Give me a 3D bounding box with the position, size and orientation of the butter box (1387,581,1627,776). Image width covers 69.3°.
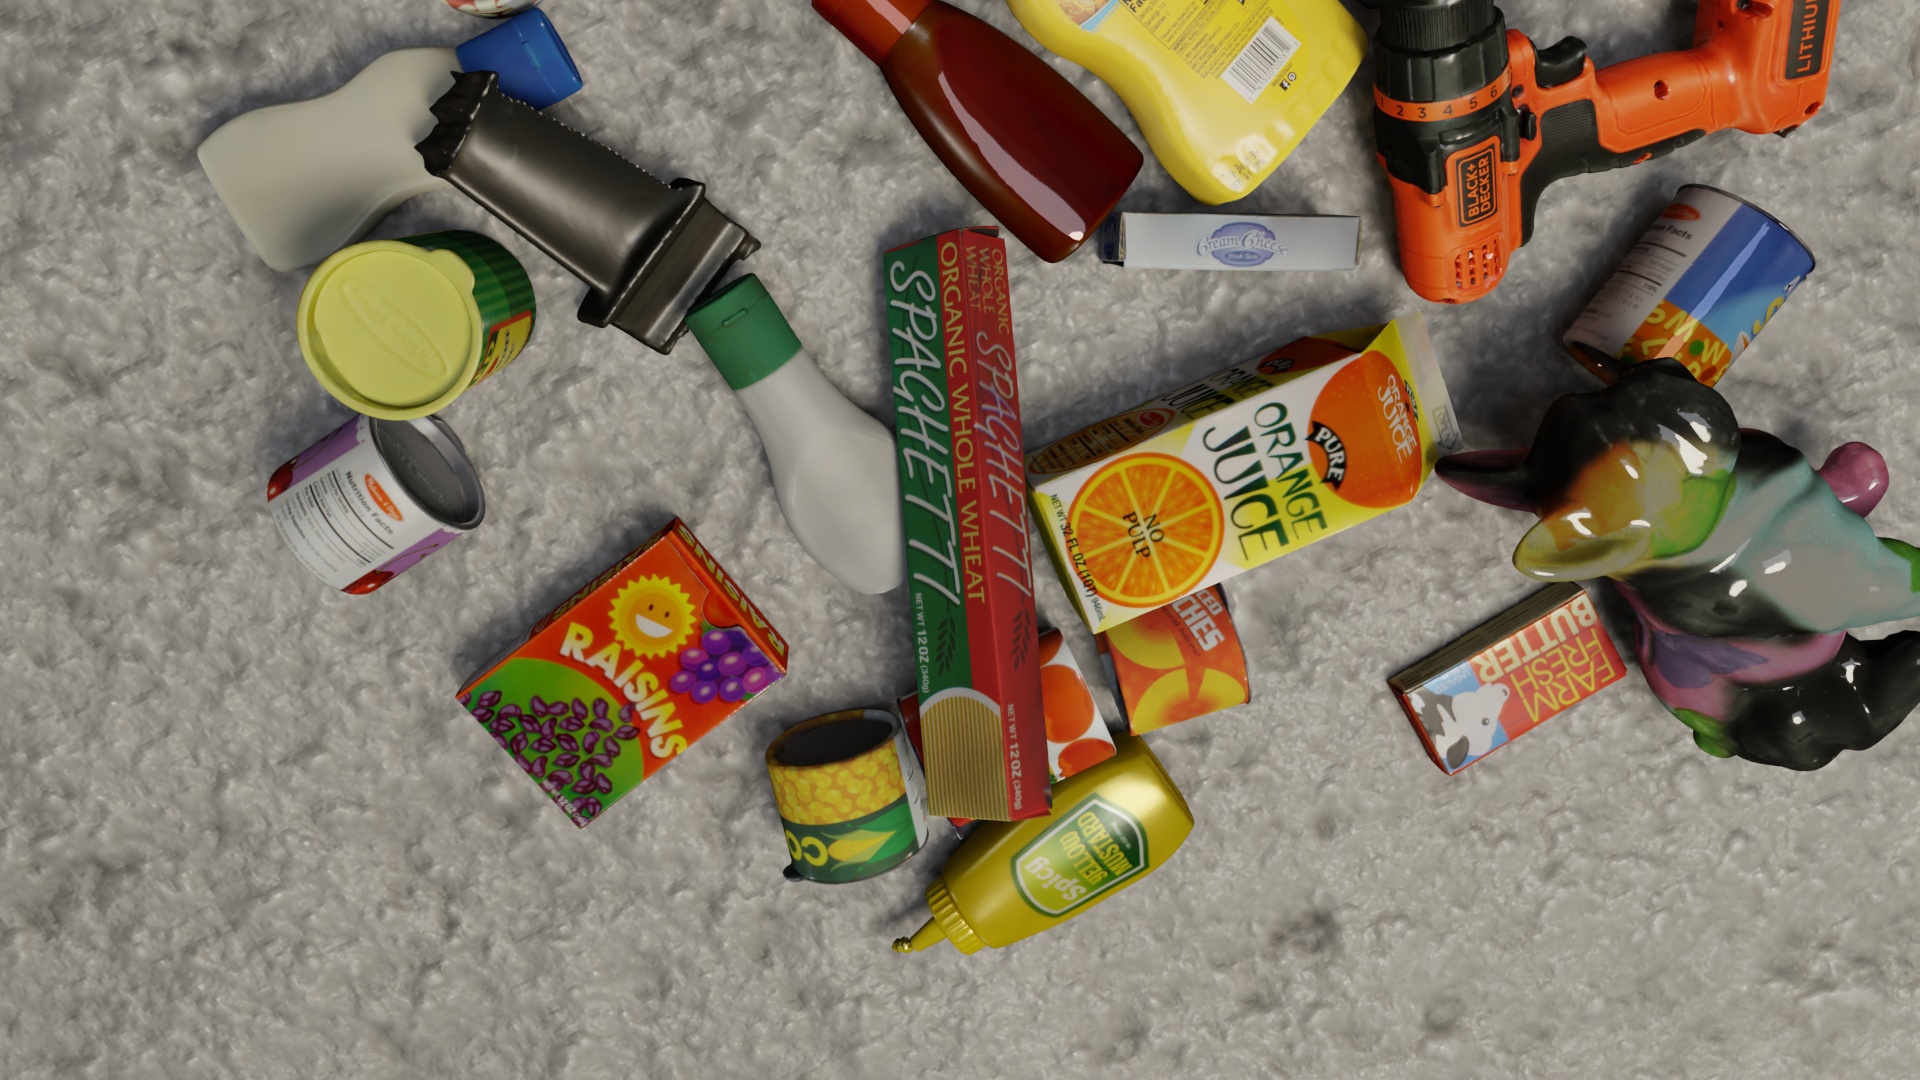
[{"bbox_3d":[0.270,0.067,0.685,0.103,0.024,0.053,-31,104,3],"label":"butter box"}]

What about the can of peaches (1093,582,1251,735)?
[{"bbox_3d":[0.096,0.050,0.642,0.058,0.071,0.071,-17,105,0],"label":"can of peaches"}]

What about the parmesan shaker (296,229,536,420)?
[{"bbox_3d":[-0.212,-0.092,0.560,0.071,0.103,0.071,-1,105,-4],"label":"parmesan shaker"}]

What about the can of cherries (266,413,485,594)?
[{"bbox_3d":[-0.248,-0.019,0.594,0.058,0.072,0.071,-31,105,10],"label":"can of cherries"}]

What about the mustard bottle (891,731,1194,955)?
[{"bbox_3d":[0.034,0.159,0.674,0.160,0.049,0.065,-36,103,4],"label":"mustard bottle"}]

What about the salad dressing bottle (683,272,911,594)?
[{"bbox_3d":[-0.064,-0.046,0.609,0.064,0.044,0.147,-34,109,-4],"label":"salad dressing bottle"}]

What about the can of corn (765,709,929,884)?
[{"bbox_3d":[-0.055,0.118,0.645,0.071,0.071,0.058,-12,104,-2],"label":"can of corn"}]

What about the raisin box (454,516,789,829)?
[{"bbox_3d":[-0.152,0.060,0.637,0.123,0.040,0.086,-37,104,4],"label":"raisin box"}]

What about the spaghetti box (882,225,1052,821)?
[{"bbox_3d":[0.002,-0.007,0.591,0.029,0.050,0.250,-2,86,-47],"label":"spaghetti box"}]

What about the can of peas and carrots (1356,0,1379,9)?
[{"bbox_3d":[0.187,-0.265,0.574,0.059,0.071,0.070,-23,105,1],"label":"can of peas and carrots"}]

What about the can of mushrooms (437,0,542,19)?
[{"bbox_3d":[-0.197,-0.247,0.558,0.071,0.033,0.070,-1,105,-5],"label":"can of mushrooms"}]

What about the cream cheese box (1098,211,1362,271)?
[{"bbox_3d":[0.115,-0.131,0.606,0.104,0.053,0.024,0,103,-5],"label":"cream cheese box"}]

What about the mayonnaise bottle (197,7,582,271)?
[{"bbox_3d":[-0.230,-0.169,0.572,0.148,0.041,0.064,-27,106,0],"label":"mayonnaise bottle"}]

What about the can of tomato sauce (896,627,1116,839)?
[{"bbox_3d":[0.022,0.088,0.644,0.083,0.071,0.071,-25,105,1],"label":"can of tomato sauce"}]

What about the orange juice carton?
[{"bbox_3d":[0.127,-0.035,0.621,0.193,0.073,0.071,-23,105,0],"label":"orange juice carton"}]

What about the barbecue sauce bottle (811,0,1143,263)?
[{"bbox_3d":[0.005,-0.187,0.583,0.148,0.043,0.065,40,69,-12],"label":"barbecue sauce bottle"}]

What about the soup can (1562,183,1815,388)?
[{"bbox_3d":[0.327,-0.105,0.625,0.071,0.071,0.083,34,100,-12],"label":"soup can"}]
